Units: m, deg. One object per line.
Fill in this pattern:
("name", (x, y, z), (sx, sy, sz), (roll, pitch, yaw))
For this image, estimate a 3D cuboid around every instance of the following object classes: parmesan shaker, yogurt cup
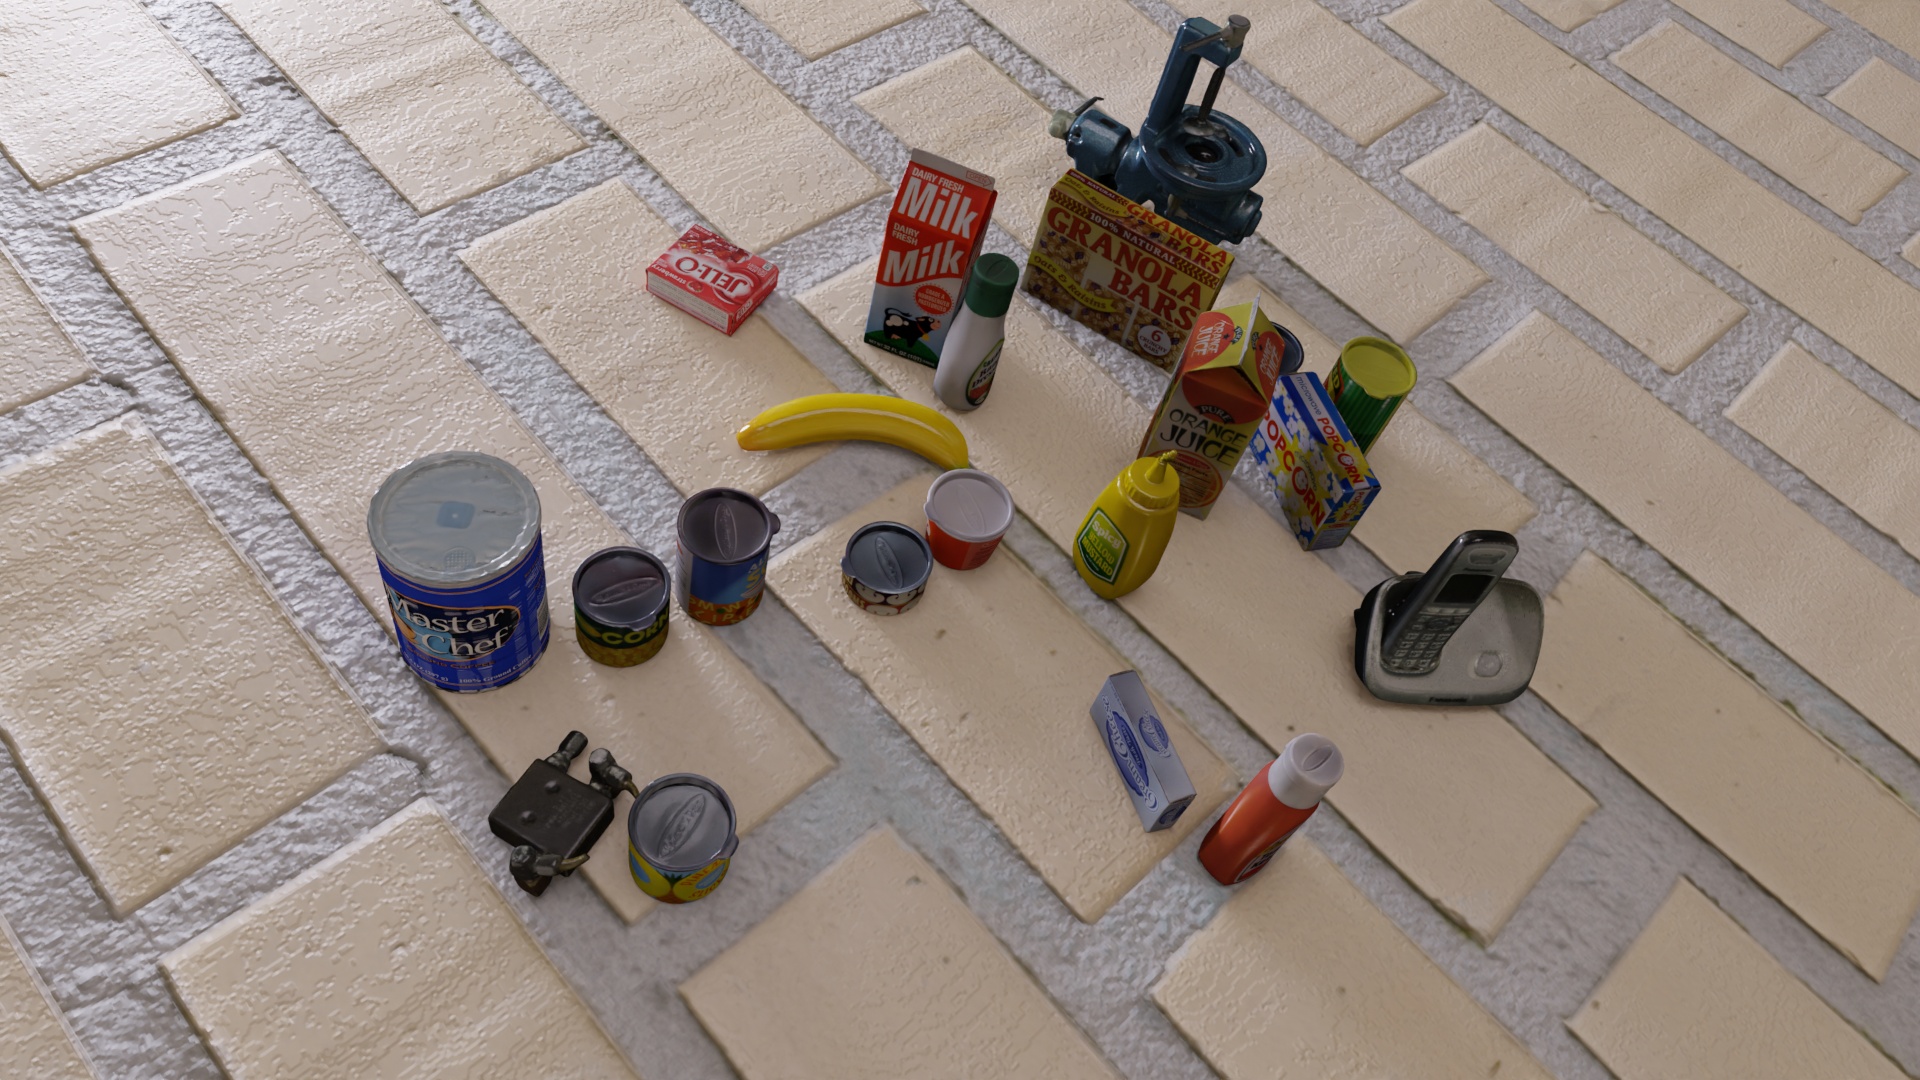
("parmesan shaker", (0.338, -0.115, 1.194), (0.071, 0.102, 0.071), (6, 54, -9))
("yogurt cup", (0.004, -0.013, 1.073), (0.072, 0.053, 0.073), (6, 54, -9))

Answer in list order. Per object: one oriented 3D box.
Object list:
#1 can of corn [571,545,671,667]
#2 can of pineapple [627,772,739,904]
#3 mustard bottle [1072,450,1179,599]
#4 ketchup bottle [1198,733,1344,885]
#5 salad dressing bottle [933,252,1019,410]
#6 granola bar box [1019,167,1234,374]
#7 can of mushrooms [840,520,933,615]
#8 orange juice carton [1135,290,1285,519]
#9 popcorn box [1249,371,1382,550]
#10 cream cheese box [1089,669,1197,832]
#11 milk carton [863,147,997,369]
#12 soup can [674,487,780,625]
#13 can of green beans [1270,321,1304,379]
("can of corn", (-0.235, 0.049, 0.970), (0.071, 0.058, 0.071), (6, 54, -9))
("can of pineapple", (-0.176, 0.191, 0.881), (0.071, 0.057, 0.071), (6, 54, -9))
("mustard bottle", (0.129, -0.019, 1.040), (0.049, 0.159, 0.065), (-26, 65, -28))
("ketchup bottle", (0.208, 0.177, 0.925), (0.065, 0.148, 0.043), (-31, 67, -30))
("salad dressing bottle", (0.014, -0.168, 1.129), (0.044, 0.146, 0.064), (34, 55, 12))
("granola bar box", (0.144, -0.236, 1.223), (0.166, 0.123, 0.039), (31, 54, 10))
("can of mushrooms", (-0.058, 0.021, 1.046), (0.071, 0.033, 0.071), (6, 54, -9))
("orange juice carton", (0.199, -0.108, 1.101), (0.073, 0.191, 0.072), (21, 53, 2))
("popcorn box", (0.292, -0.067, 1.160), (0.038, 0.084, 0.127), (-9, 57, -19))
("cream cheese box", (0.128, 0.149, 0.985), (0.024, 0.053, 0.104), (-12, 58, -21))
("milk carton", (-0.023, -0.238, 1.144), (0.072, 0.189, 0.074), (21, 53, 2))
("soup can", (-0.168, 0.013, 0.996), (0.071, 0.083, 0.072), (6, 54, -9))
("can of green beans", (0.263, -0.153, 1.232), (0.071, 0.057, 0.071), (6, 54, -9))
